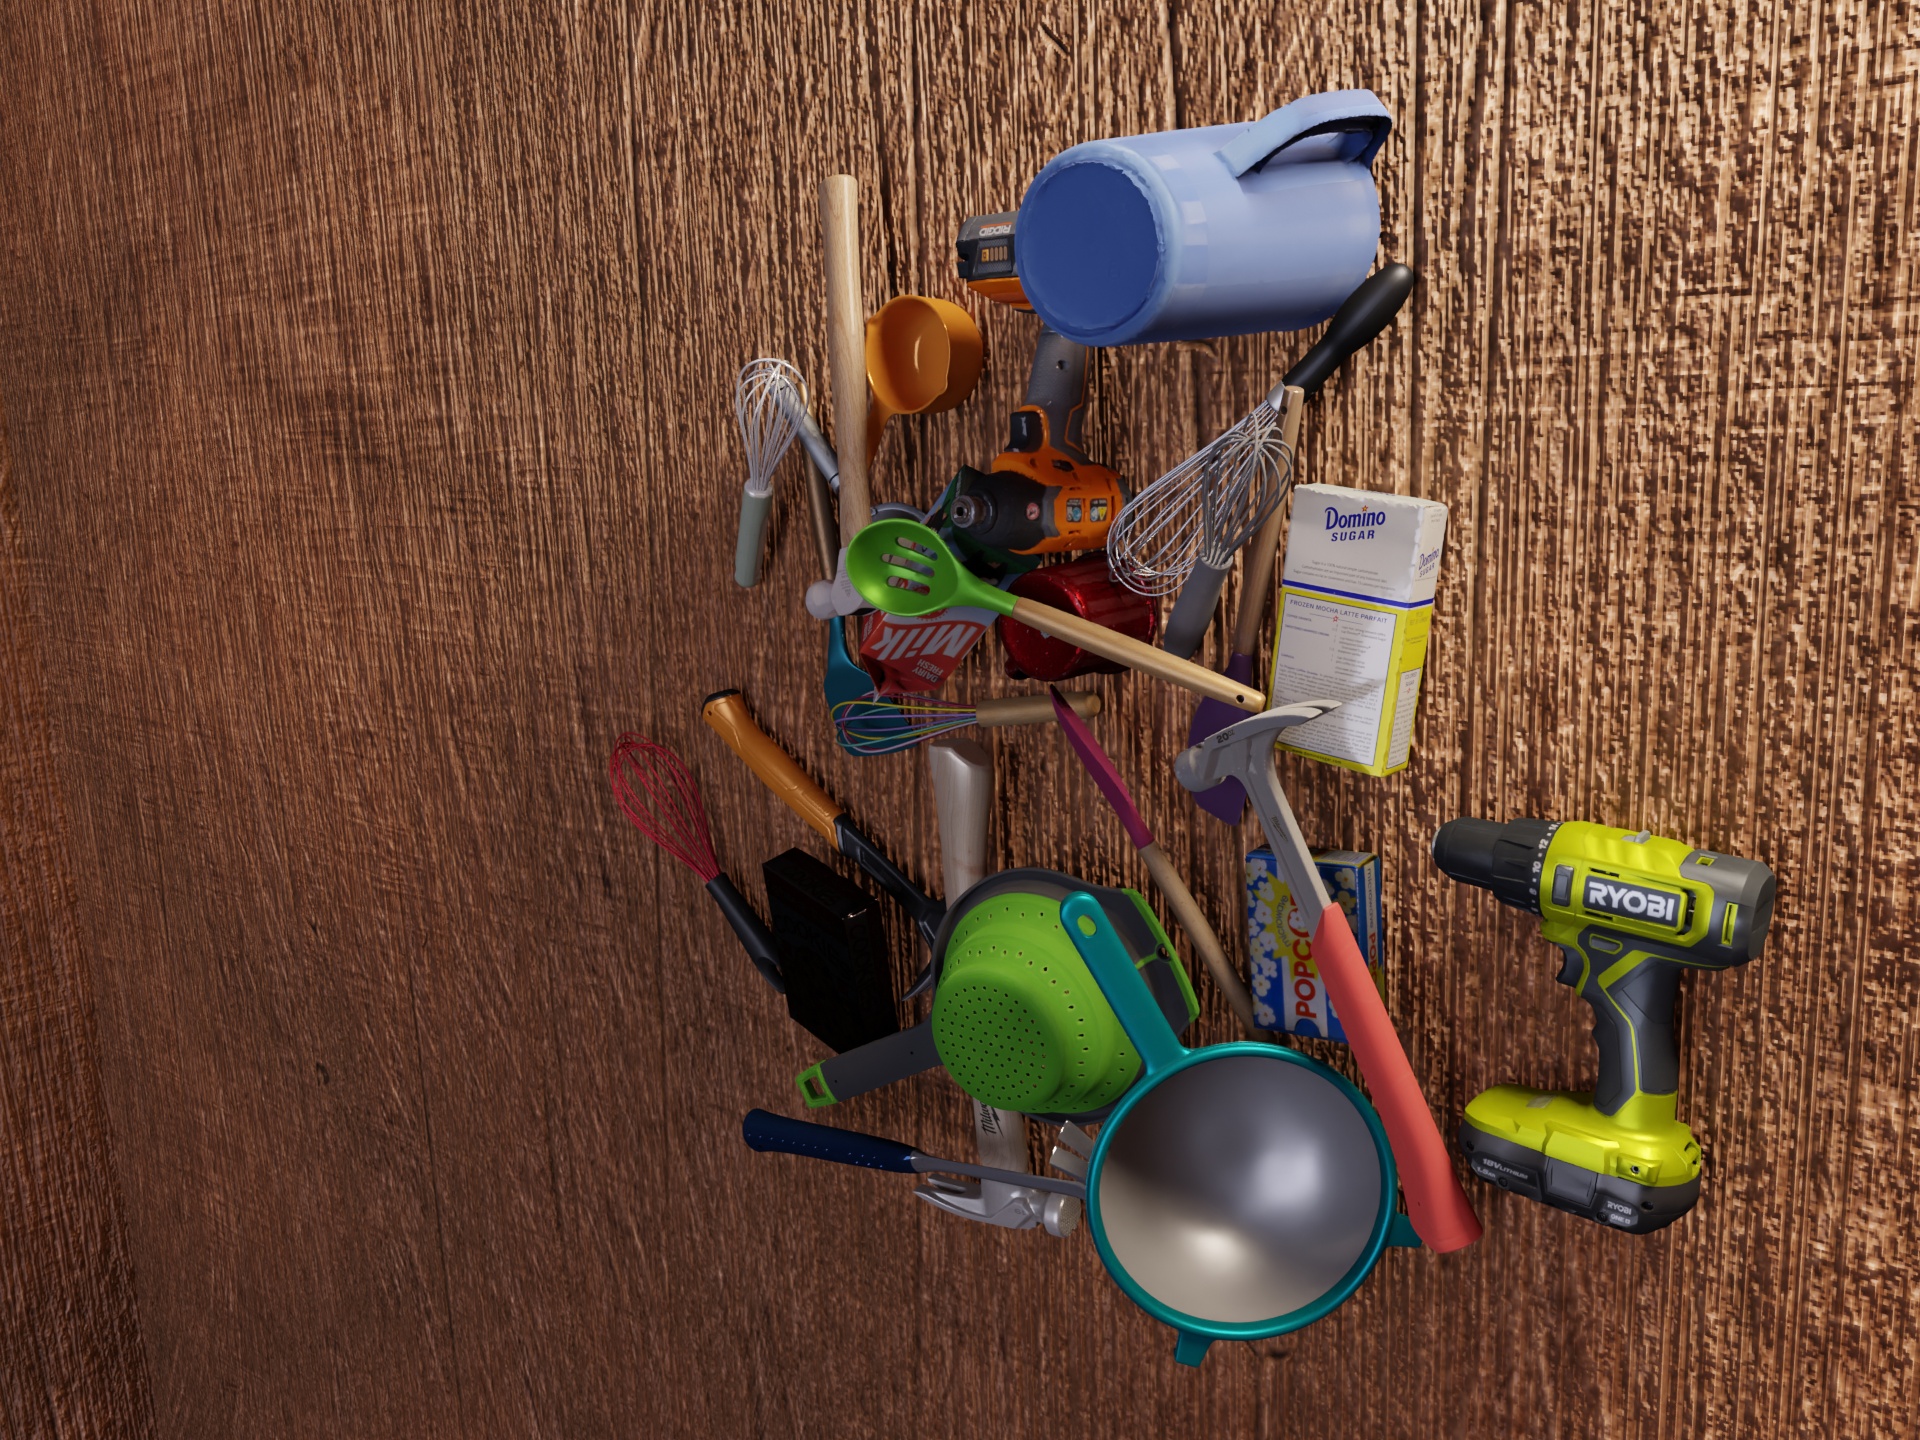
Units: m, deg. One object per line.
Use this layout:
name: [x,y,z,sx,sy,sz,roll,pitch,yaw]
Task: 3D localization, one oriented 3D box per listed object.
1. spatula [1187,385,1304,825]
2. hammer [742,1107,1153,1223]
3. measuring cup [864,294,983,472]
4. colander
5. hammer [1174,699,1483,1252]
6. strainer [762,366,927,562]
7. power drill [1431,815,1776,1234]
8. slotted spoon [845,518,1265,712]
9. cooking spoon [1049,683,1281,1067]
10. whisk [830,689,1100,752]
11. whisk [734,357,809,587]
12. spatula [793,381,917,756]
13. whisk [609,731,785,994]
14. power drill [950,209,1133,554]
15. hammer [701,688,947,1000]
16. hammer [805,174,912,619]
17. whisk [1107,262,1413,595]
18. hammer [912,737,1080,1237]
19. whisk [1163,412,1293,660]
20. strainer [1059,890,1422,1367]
spatula: [0.193,-0.071,1.072,0.060,0.018,0.315,34,129,40]
hammer: [-0.027,0.349,1.270,0.405,0.035,0.143,-3,137,40]
measuring cup: [-0.041,-0.245,1.232,0.095,0.052,0.173,45,125,26]
colander: [-0.011,0.250,1.215,0.397,0.094,0.204,-29,88,36]
hammer: [0.253,0.165,1.017,0.149,0.036,0.359,-29,83,60]
strainer: [-0.094,-0.186,1.287,0.087,0.050,0.258,-38,75,18]
power drill: [0.372,0.172,0.964,0.191,0.080,0.228,12,105,38]
slotted spoon: [0.061,-0.066,1.090,0.314,0.031,0.070,23,111,20]
cooking spoon: [0.146,0.111,1.138,0.017,0.069,0.319,-32,91,9]
whisk: [-0.003,-0.005,1.249,0.245,0.051,0.047,-5,113,33]
whisk: [-0.165,-0.199,1.317,0.059,0.058,0.246,16,139,-1]
spatula: [-0.102,-0.126,1.332,0.082,0.044,0.317,-10,89,40]
whisk: [-0.240,0.133,1.487,0.296,0.073,0.073,54,128,10]
power drill: [0.051,-0.227,1.086,0.084,0.164,0.226,7,103,39]
hammer: [-0.118,0.091,1.386,0.337,0.034,0.127,43,123,25]
hammer: [-0.083,-0.245,1.205,0.130,0.031,0.331,-3,90,58]
whisk: [0.193,-0.188,1.049,0.284,0.070,0.070,-47,69,31]
hammer: [0.007,0.215,1.275,0.146,0.038,0.410,2,106,33]
whisk: [0.166,-0.110,1.043,0.055,0.055,0.238,48,153,21]
strainer: [0.157,0.258,1.104,0.211,0.095,0.340,-30,96,3]
